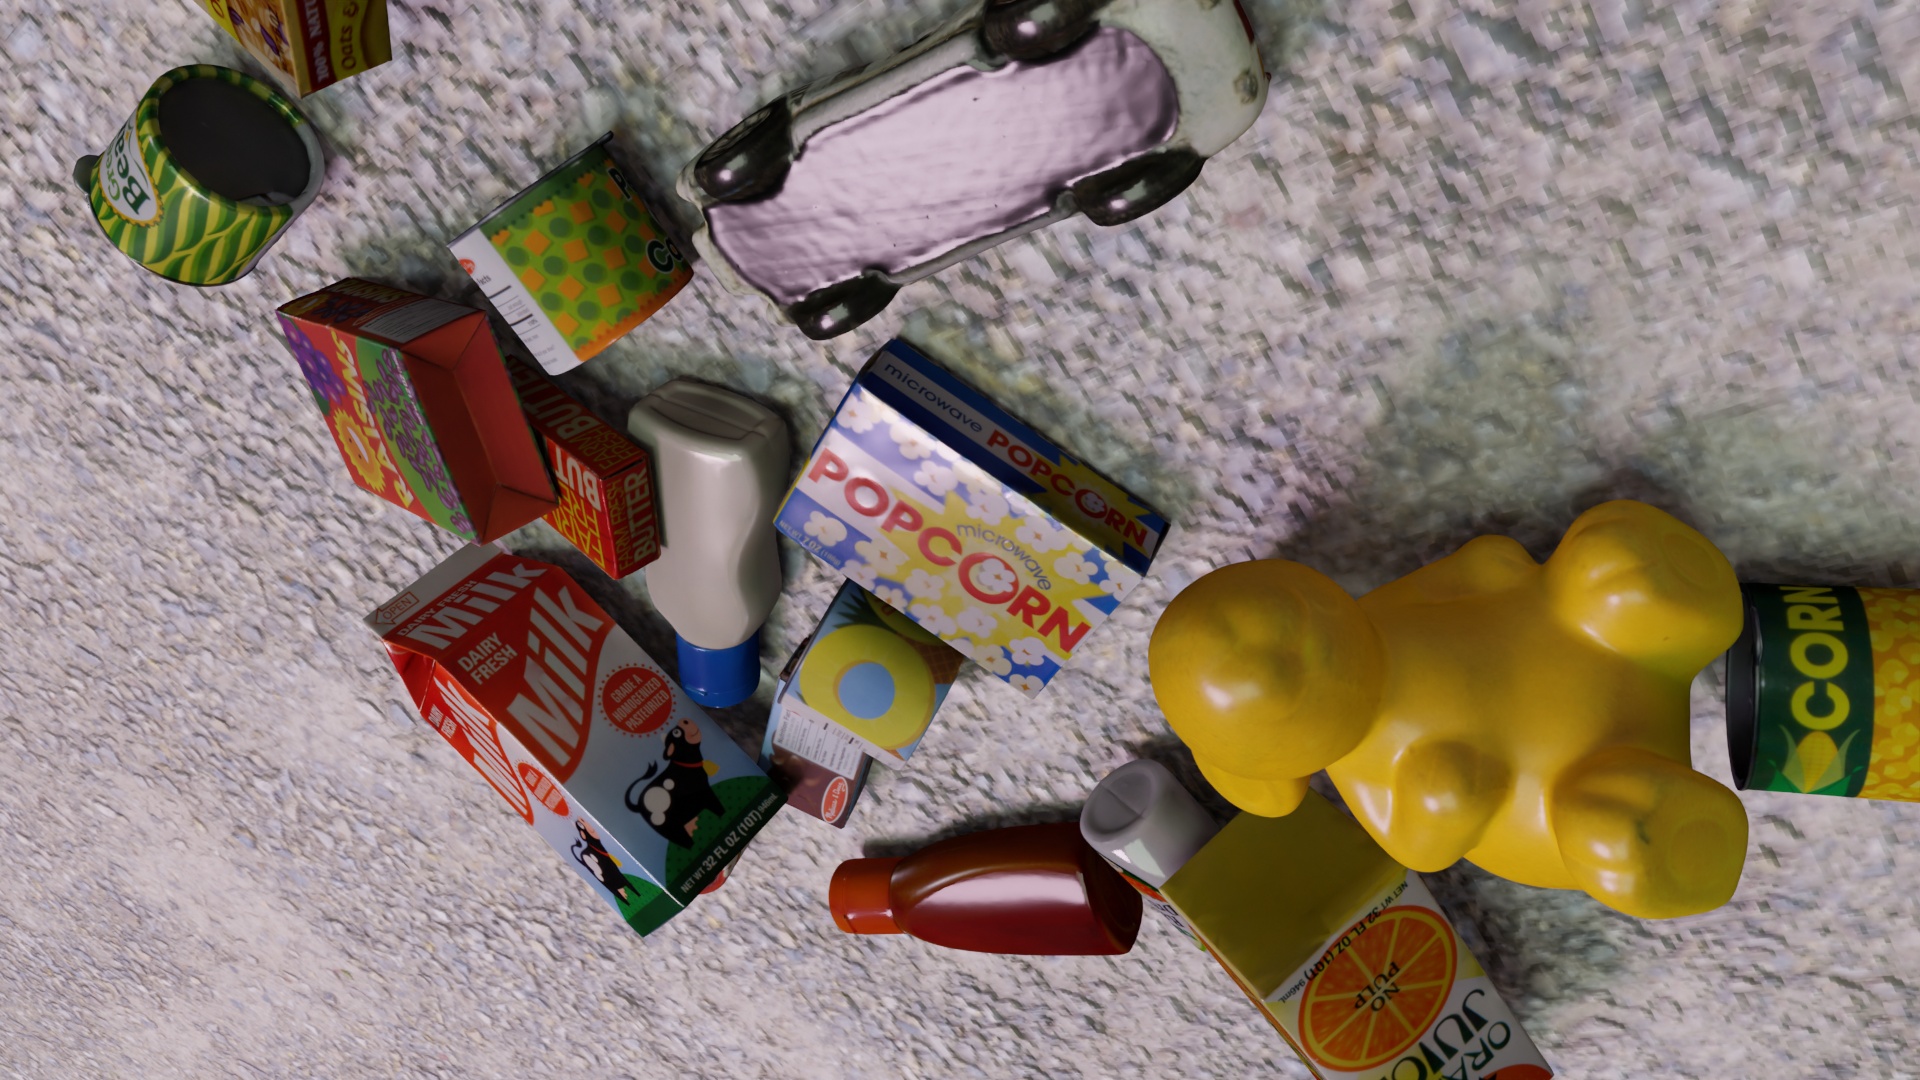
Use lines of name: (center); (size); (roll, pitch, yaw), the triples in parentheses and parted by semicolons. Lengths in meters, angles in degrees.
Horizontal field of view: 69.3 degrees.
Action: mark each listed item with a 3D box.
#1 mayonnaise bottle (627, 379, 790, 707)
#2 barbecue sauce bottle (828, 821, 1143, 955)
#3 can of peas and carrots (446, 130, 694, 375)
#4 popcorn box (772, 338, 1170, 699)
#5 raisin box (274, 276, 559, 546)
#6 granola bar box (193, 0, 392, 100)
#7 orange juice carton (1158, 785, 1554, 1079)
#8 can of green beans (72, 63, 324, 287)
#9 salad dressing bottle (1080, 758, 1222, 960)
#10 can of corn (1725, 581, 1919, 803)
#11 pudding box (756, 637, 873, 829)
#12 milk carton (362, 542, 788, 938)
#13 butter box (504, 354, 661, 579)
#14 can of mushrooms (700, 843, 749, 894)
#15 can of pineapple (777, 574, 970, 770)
mayonnaise bottle: (-0.104, 0.007, 0.583); (0.065, 0.041, 0.147); (21, 132, 18)
barbecue sauce bottle: (0.007, 0.165, 0.651); (0.148, 0.044, 0.064); (-11, 119, 31)
can of peas and carrots: (-0.137, -0.103, 0.501); (0.071, 0.071, 0.058); (-20, 115, 34)
popcorn box: (0.002, -0.007, 0.527); (0.127, 0.038, 0.084); (34, 131, -3)
raisin box: (-0.220, -0.055, 0.558); (0.123, 0.040, 0.085); (18, 132, 43)
granola bar box: (-0.231, -0.238, 0.415); (0.124, 0.039, 0.164); (41, 146, 11)
orange juice carton: (0.166, 0.186, 0.550); (0.072, 0.073, 0.192); (-41, 119, -5)
can of green beans: (-0.291, -0.141, 0.538); (0.057, 0.071, 0.071); (-26, 111, 36)
salad dressing bottle: (0.111, 0.155, 0.591); (0.147, 0.044, 0.064); (47, 172, -22)
can of corn: (0.272, 0.045, 0.426); (0.058, 0.071, 0.070); (1, 125, 22)
pudding box: (-0.063, 0.089, 0.633); (0.050, 0.030, 0.083); (23, 131, 5)
milk carton: (-0.178, 0.083, 0.633); (0.190, 0.073, 0.073); (46, 143, 0)
butter box: (-0.162, -0.031, 0.565); (0.104, 0.024, 0.052); (33, 137, 33)
can of mushrooms: (-0.140, 0.149, 0.711); (0.071, 0.034, 0.070); (11, 128, 15)
can of pineapple: (-0.033, 0.050, 0.568); (0.058, 0.071, 0.070); (30, 131, 0)
